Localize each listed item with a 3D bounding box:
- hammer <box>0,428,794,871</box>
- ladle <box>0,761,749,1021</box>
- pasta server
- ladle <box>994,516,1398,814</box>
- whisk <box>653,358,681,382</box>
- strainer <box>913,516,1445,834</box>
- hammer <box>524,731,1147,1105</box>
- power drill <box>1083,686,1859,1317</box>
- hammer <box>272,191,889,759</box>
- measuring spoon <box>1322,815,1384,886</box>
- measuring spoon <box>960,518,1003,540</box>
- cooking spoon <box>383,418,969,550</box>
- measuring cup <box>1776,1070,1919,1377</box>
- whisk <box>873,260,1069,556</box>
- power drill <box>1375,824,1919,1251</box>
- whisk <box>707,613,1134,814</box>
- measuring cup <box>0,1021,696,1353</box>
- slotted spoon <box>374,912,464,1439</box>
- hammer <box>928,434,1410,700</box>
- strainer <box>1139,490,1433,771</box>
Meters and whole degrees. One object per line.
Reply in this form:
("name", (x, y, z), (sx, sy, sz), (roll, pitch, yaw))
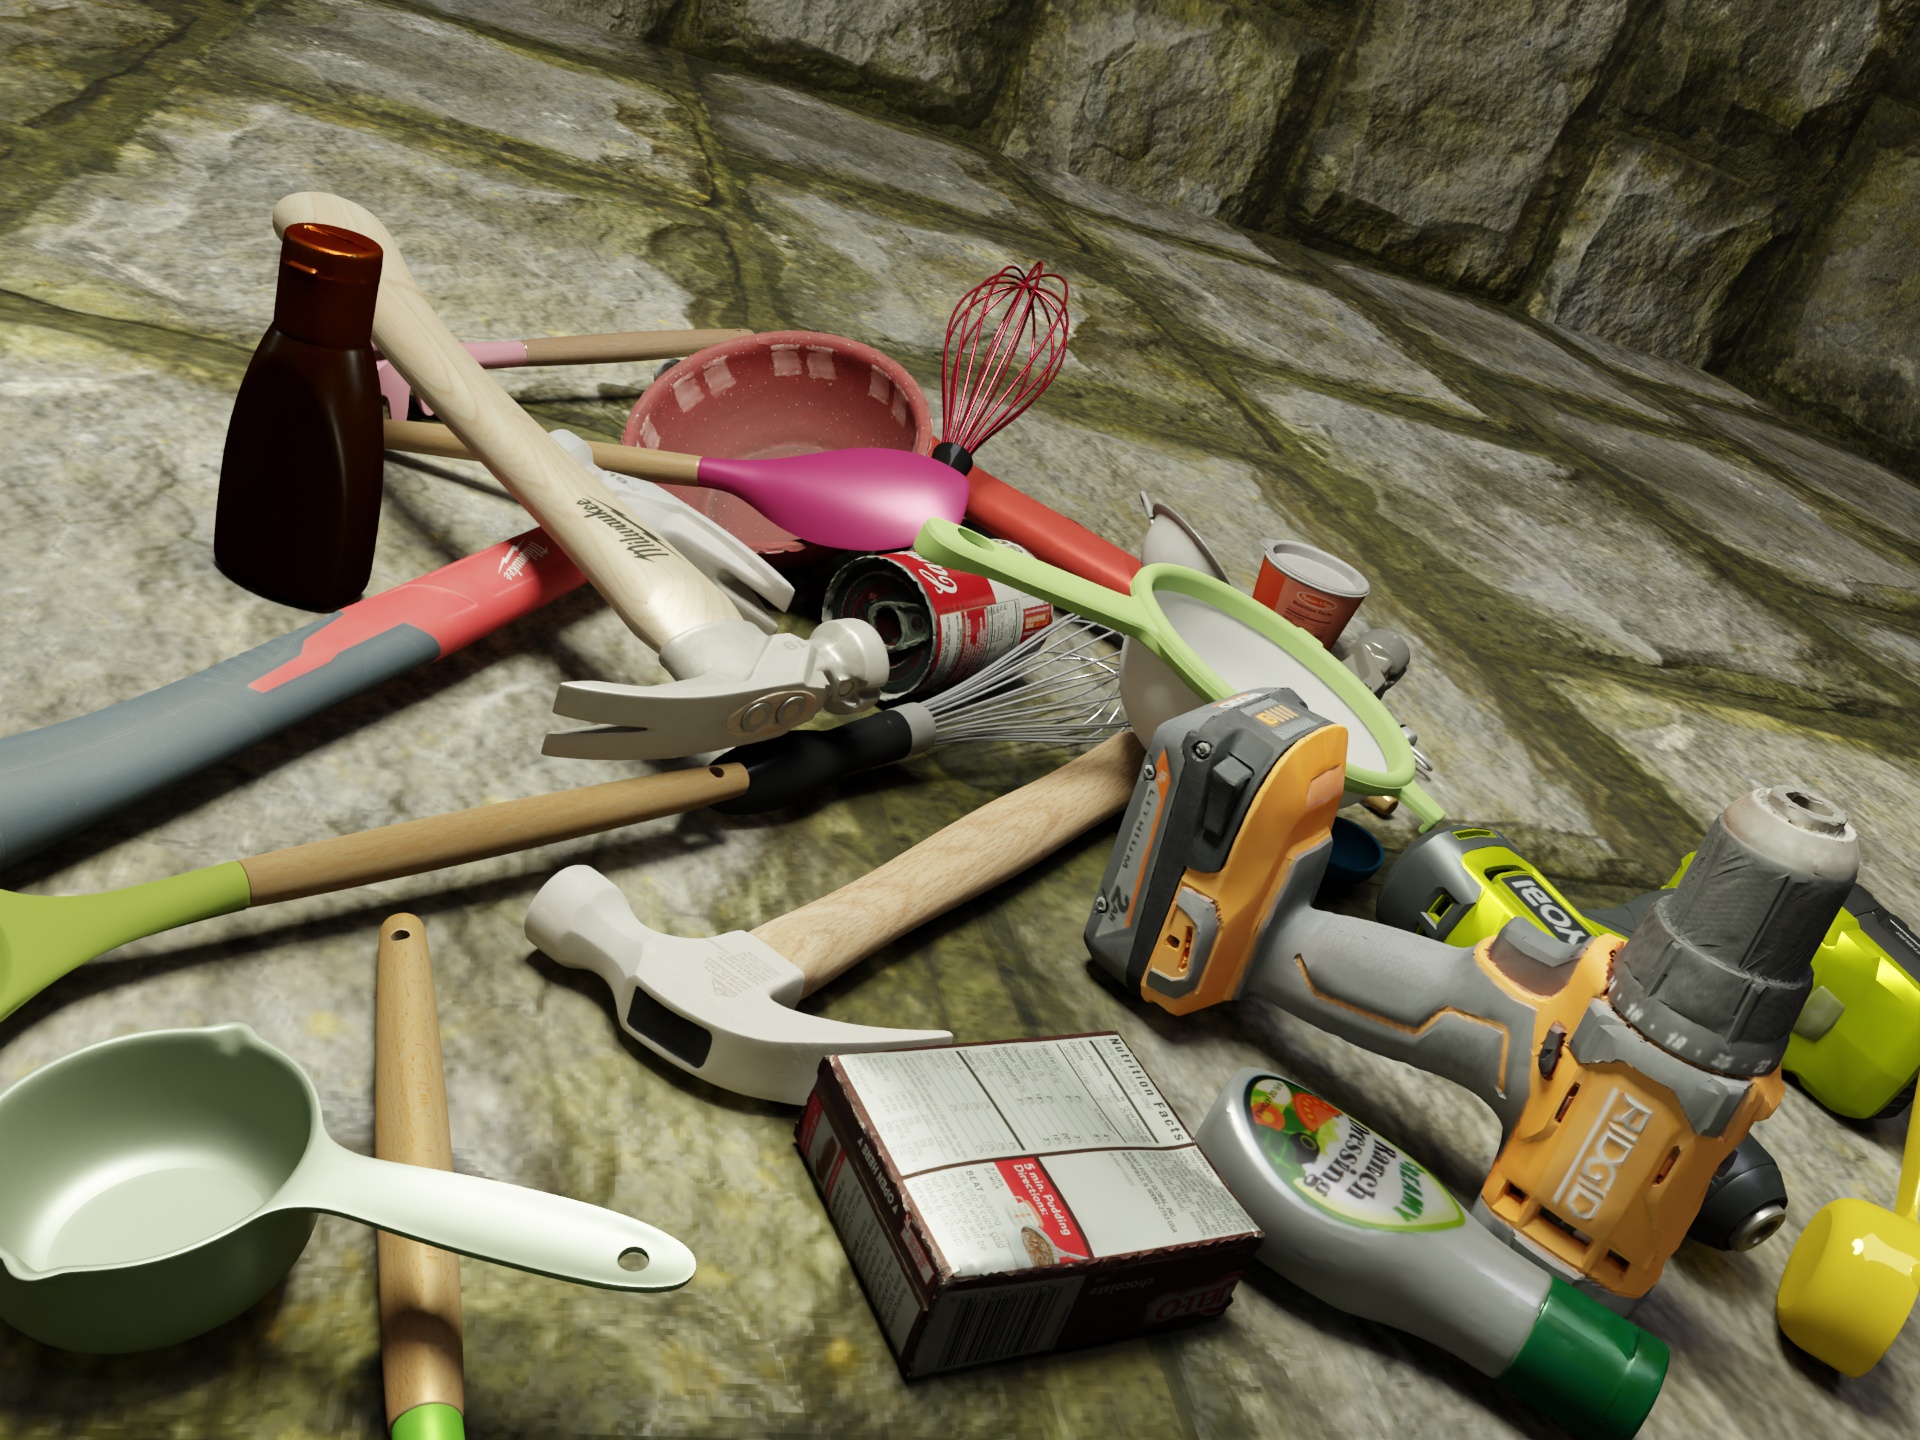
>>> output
("hammer", (-0.208, -0.023, 0.606), (0.143, 0.038, 0.386), (34, 30, 7))
("ladle", (-0.189, 0.036, 0.482), (0.320, 0.062, 0.078), (-11, 52, -45))
("pasta server", (-0.237, -0.209, 0.930), (0.060, 0.040, 0.316), (34, 32, 26))
("ladle", (0.128, -0.043, 0.904), (0.069, 0.031, 0.316), (-6, 38, -42))
("whisk", (-0.113, -0.166, 0.956), (0.247, 0.058, 0.059), (37, -4, 36))
("strainer", (0.080, -0.016, 0.688), (0.256, 0.069, 0.152), (20, 28, -27))
("hammer", (0.000, 0.057, 0.615), (0.130, 0.031, 0.331), (32, 28, 23))
("power drill", (0.168, 0.068, 0.546), (0.226, 0.185, 0.084), (32, 30, 29))
("hammer", (-0.207, -0.125, 0.686), (0.146, 0.038, 0.411), (-12, 46, -45))
("measuring spoon", (0.140, 0.074, 0.706), (0.128, 0.021, 0.042), (-18, 44, -38))
("measuring spoon", (0.021, -0.079, 0.915), (0.034, 0.018, 0.124), (2, 37, -15))
("cooking spoon", (-0.154, -0.127, 0.792), (0.319, 0.017, 0.069), (8, 56, 7))
("measuring cup", (0.326, 0.155, 0.566), (0.029, 0.062, 0.156), (24, 59, 18))
("whisk", (0.002, -0.159, 0.891), (0.073, 0.073, 0.296), (21, 55, 2))
("power drill", (0.309, 0.121, 0.662), (0.228, 0.080, 0.191), (0, 37, -31))
("whisk", (-0.002, -0.003, 0.709), (0.284, 0.070, 0.070), (-17, 44, -44))
("measuring cup", (-0.143, 0.119, 0.366), (0.167, 0.038, 0.083), (12, 29, 3))
("slotted spoon", (-0.124, 0.143, 0.372), (0.070, 0.031, 0.314), (-7, 32, -18))
("hammer", (0.066, -0.087, 0.892), (0.359, 0.036, 0.149), (33, 43, 25))
("strainer", (0.177, -0.050, 0.935), (0.259, 0.050, 0.086), (44, -9, 30))
